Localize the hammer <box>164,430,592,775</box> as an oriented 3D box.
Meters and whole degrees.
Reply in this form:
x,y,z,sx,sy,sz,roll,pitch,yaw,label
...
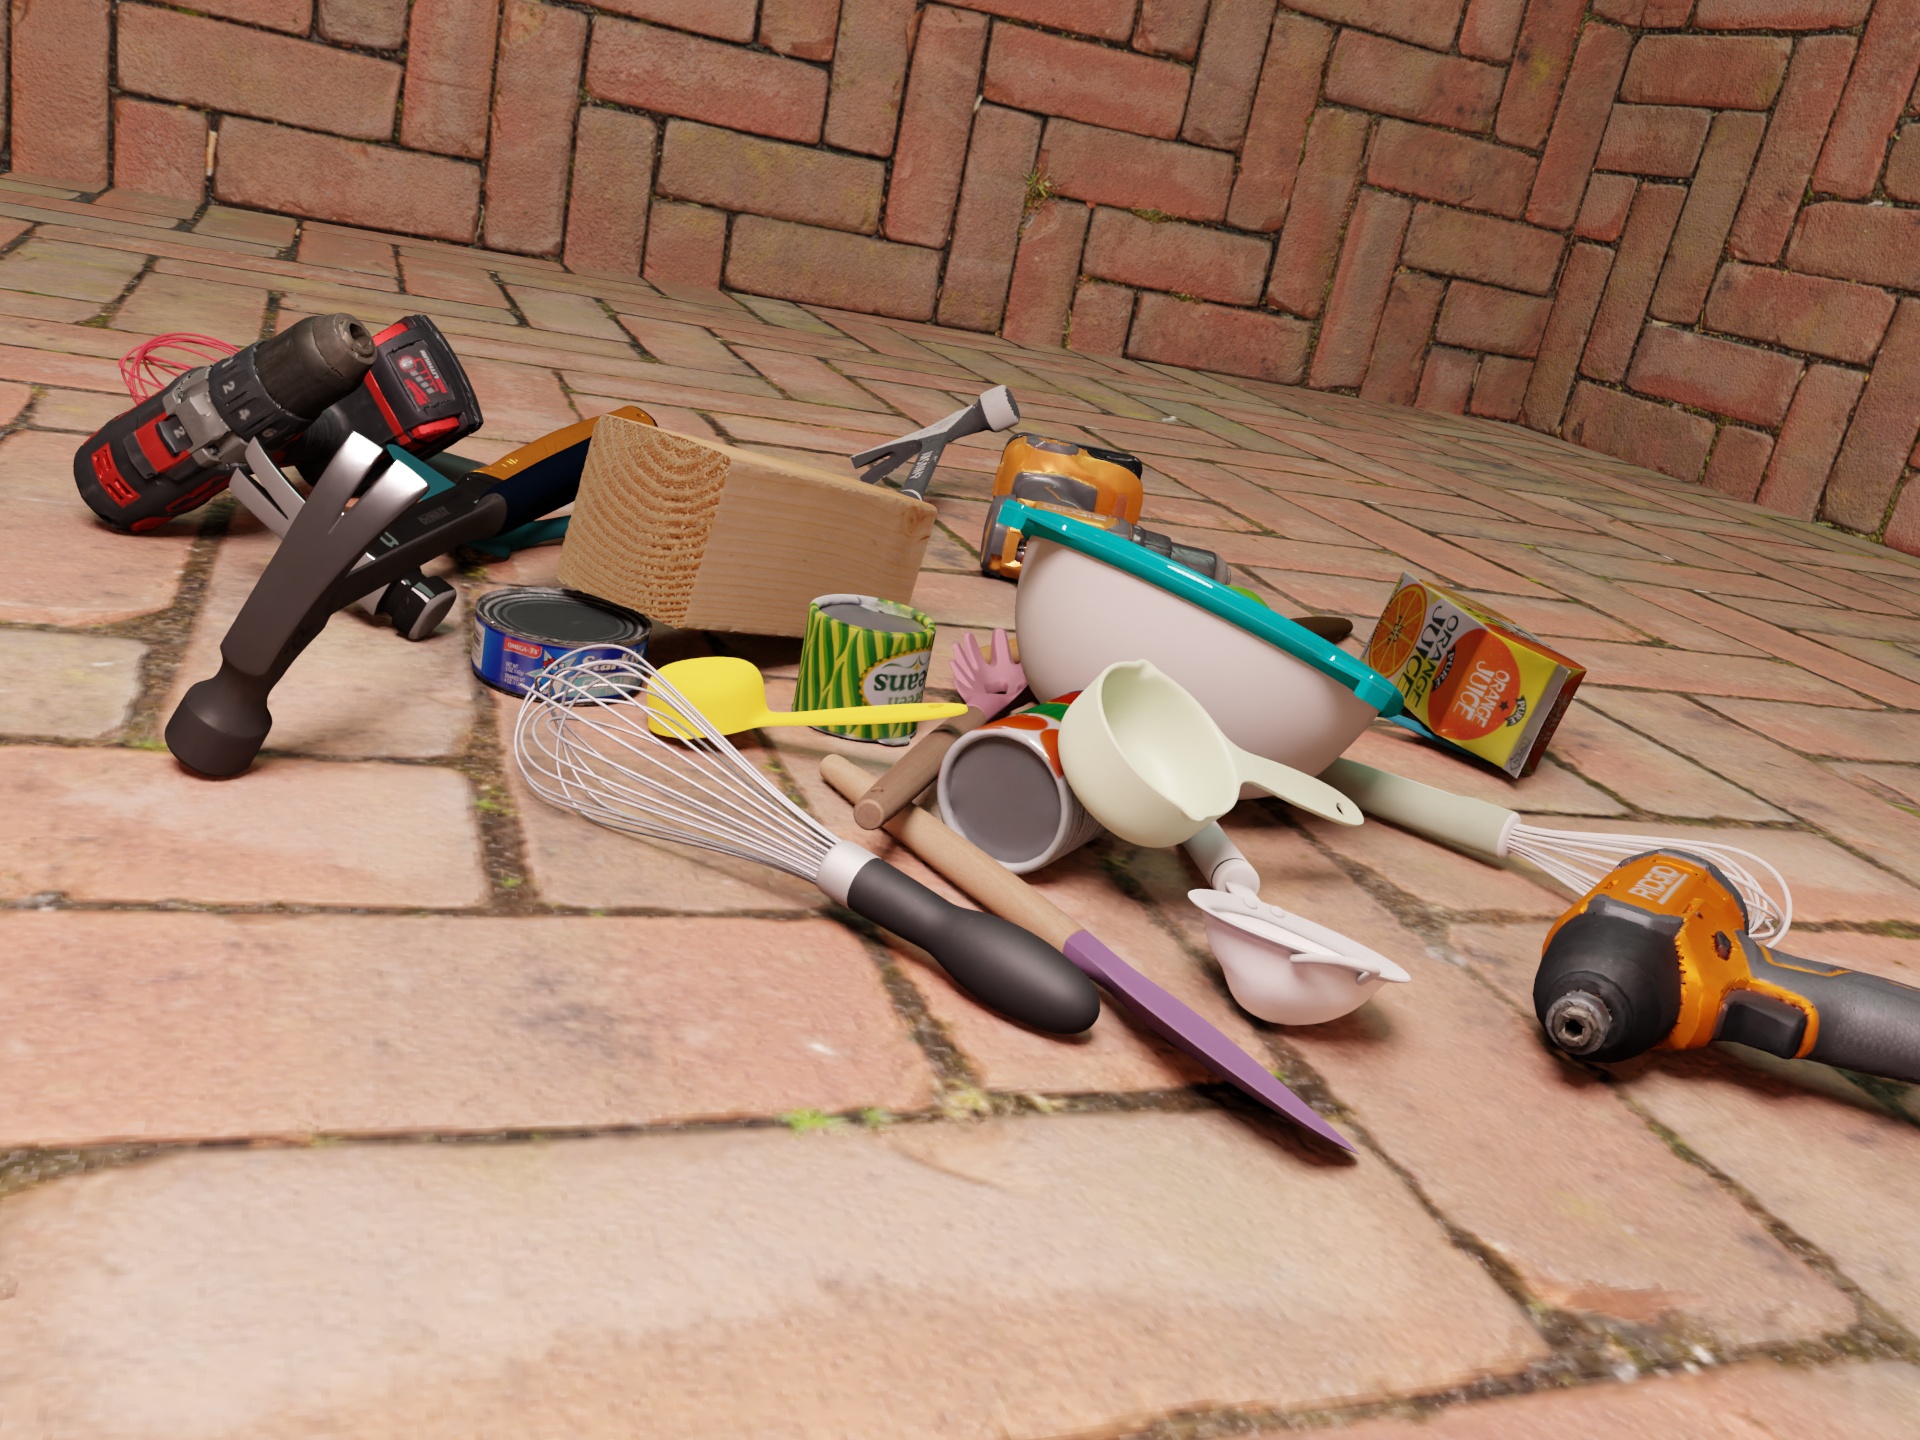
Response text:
x,y,z,sx,sy,sz,roll,pitch,yaw,label
-0.230,-0.101,0.773,0.035,0.144,0.406,37,20,-6,hammer

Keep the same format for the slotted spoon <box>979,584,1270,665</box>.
x,y,z,sx,sy,sz,roll,pitch,yaw,label
0.104,-0.060,1.042,0.070,0.031,0.313,-10,3,43,slotted spoon

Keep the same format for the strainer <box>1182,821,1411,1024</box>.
x,y,z,sx,sy,sz,roll,pitch,yaw,label
0.117,0.072,0.661,0.087,0.050,0.258,19,12,-9,strainer

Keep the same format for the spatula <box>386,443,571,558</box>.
x,y,z,sx,sy,sz,roll,pitch,yaw,label
-0.225,-0.135,1.044,0.317,0.044,0.082,-9,51,-50,spatula

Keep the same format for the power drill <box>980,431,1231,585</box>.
x,y,z,sx,sy,sz,roll,pitch,yaw,label
0.109,-0.152,1.246,0.185,0.084,0.226,11,23,-3,power drill

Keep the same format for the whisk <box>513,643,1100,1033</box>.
x,y,z,sx,sy,sz,roll,pitch,yaw,label
-0.067,0.044,0.611,0.285,0.070,0.070,26,23,26,whisk

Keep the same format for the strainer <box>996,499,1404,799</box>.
x,y,z,sx,sy,sz,roll,pitch,yaw,label
0.118,-0.013,0.857,0.211,0.095,0.340,28,1,13,strainer

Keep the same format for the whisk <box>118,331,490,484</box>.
x,y,z,sx,sy,sz,roll,pitch,yaw,label
-0.431,-0.197,1.085,0.296,0.073,0.073,19,19,0,whisk

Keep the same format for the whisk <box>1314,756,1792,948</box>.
x,y,z,sx,sy,sz,roll,pitch,yaw,label
0.280,0.059,0.790,0.246,0.059,0.057,21,-18,36,whisk

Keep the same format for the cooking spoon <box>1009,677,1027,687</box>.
x,y,z,sx,sy,sz,roll,pitch,yaw,label
0.136,-0.043,1.034,0.069,0.017,0.319,22,21,32,cooking spoon

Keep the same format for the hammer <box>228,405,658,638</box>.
x,y,z,sx,sy,sz,roll,pitch,yaw,label
-0.272,-0.145,0.941,0.127,0.034,0.337,39,27,-1,hammer

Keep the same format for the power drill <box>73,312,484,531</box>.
x,y,z,sx,sy,sz,roll,pitch,yaw,label
-0.372,-0.184,0.924,0.188,0.080,0.227,-24,9,19,power drill

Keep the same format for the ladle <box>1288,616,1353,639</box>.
x,y,z,sx,sy,sz,roll,pitch,yaw,label
0.228,-0.063,1.088,0.069,0.031,0.315,33,17,21,ladle

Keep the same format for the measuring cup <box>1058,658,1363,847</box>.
x,y,z,sx,sy,sz,roll,pitch,yaw,label
0.109,0.029,0.680,0.167,0.038,0.083,20,42,-36,measuring cup

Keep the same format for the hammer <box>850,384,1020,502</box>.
x,y,z,sx,sy,sz,roll,pitch,yaw,label
-0.043,-0.170,1.205,0.149,0.036,0.409,-21,20,16,hammer

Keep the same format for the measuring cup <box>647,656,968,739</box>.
x,y,z,sx,sy,sz,roll,pitch,yaw,label
-0.073,-0.014,0.744,0.156,0.029,0.062,-1,16,15,measuring cup

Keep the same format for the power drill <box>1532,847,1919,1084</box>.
x,y,z,sx,sy,sz,roll,pitch,yaw,label
0.333,0.121,0.593,0.227,0.084,0.164,19,20,33,power drill

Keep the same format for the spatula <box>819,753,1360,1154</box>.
x,y,z,sx,sy,sz,roll,pitch,yaw,label
0.028,0.075,0.617,0.059,0.018,0.316,35,-2,-41,spatula

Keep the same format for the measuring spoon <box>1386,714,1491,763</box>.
x,y,z,sx,sy,sz,roll,pitch,yaw,label
0.267,0.008,0.982,0.128,0.021,0.042,23,16,4,measuring spoon

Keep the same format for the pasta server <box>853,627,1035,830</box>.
x,y,z,sx,sy,sz,roll,pitch,yaw,label
-0.001,-0.002,0.775,0.060,0.040,0.316,-1,12,14,pasta server
